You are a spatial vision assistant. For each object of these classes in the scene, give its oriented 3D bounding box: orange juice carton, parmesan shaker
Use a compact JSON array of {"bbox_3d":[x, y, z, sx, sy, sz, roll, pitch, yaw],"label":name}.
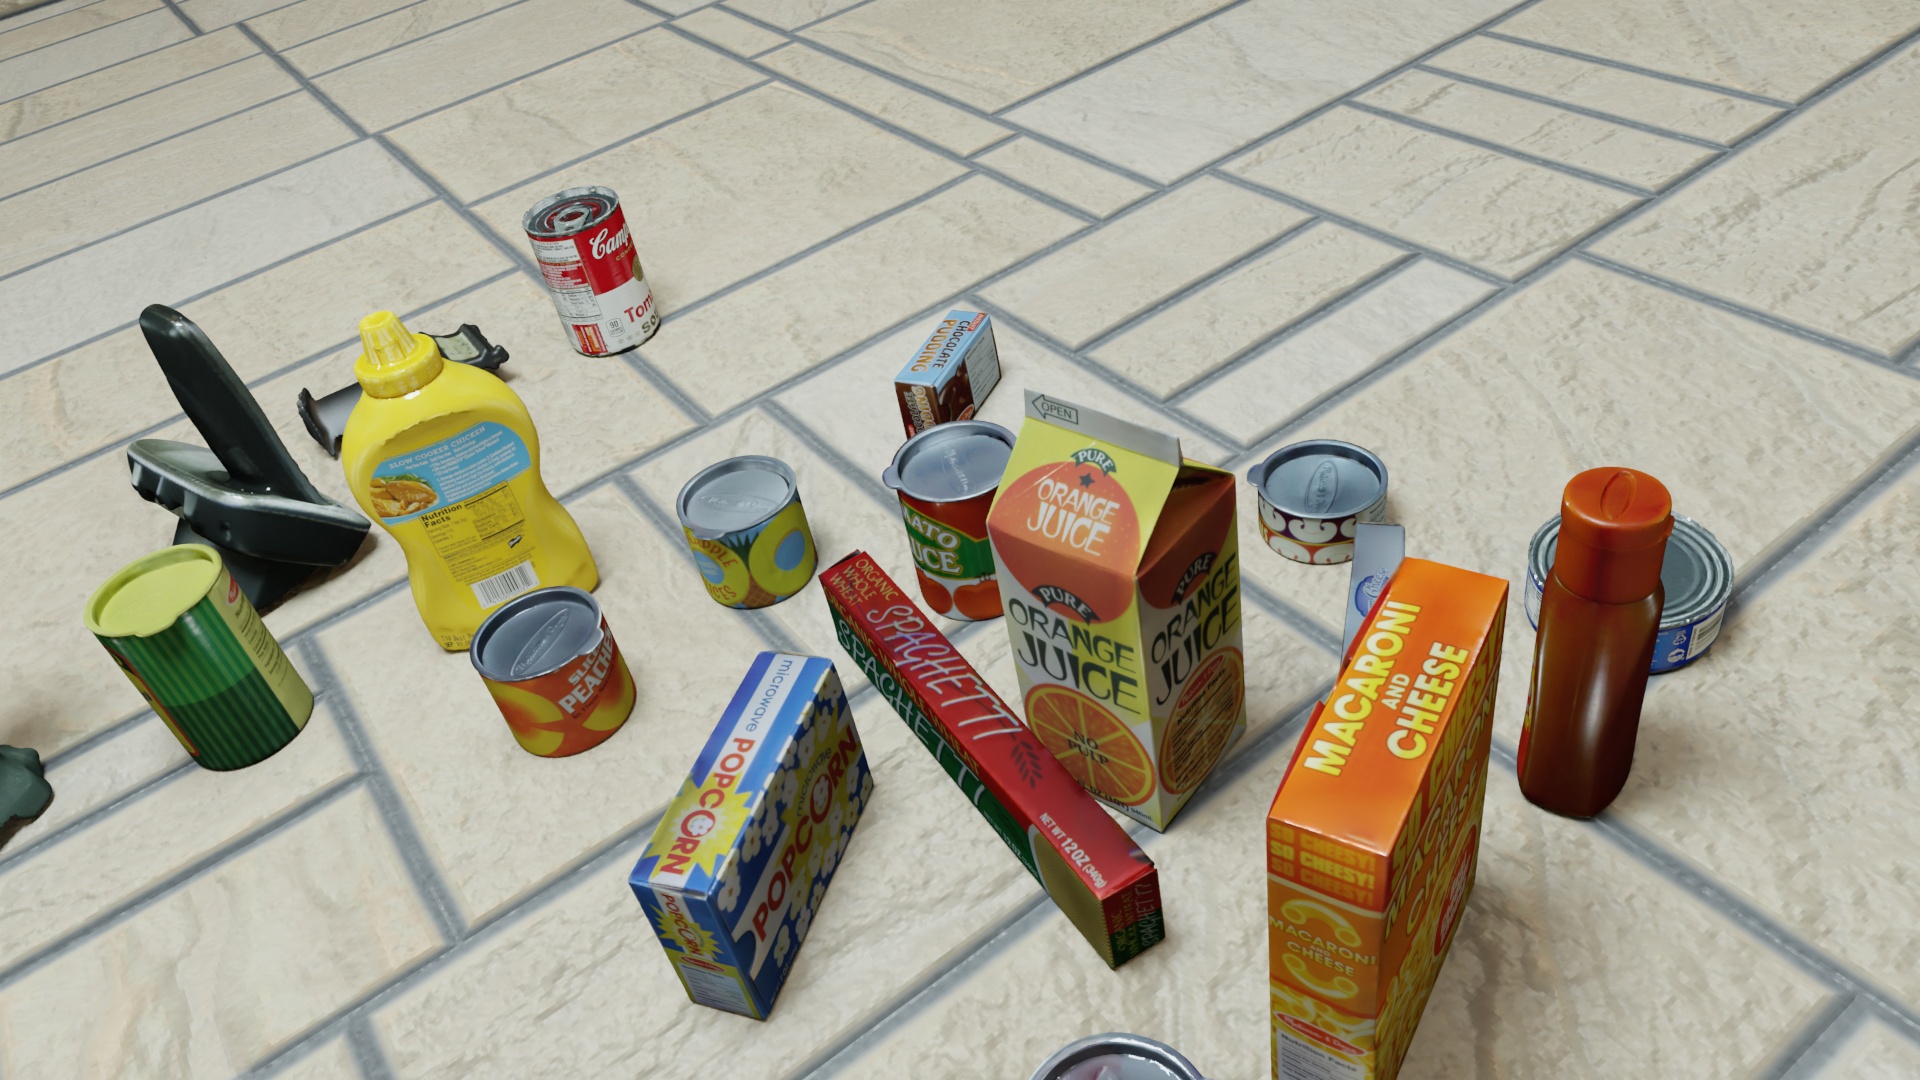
[{"bbox_3d":[0.067,0.024,0.575,0.072,0.191,0.073,22,50,35],"label":"orange juice carton"},{"bbox_3d":[-0.388,0.063,0.714,0.071,0.102,0.072,-7,39,6],"label":"parmesan shaker"}]

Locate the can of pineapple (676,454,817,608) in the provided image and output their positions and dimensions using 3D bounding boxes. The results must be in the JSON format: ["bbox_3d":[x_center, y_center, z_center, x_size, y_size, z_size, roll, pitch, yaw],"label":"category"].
[{"bbox_3d":[-0.117,-0.004,0.761,0.071,0.057,0.071,-7,39,6],"label":"can of pineapple"}]

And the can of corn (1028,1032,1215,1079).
[{"bbox_3d":[0.057,0.209,0.462,0.071,0.058,0.071,-7,39,6],"label":"can of corn"}]

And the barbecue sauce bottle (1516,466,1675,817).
[{"bbox_3d":[0.249,0.039,0.545,0.044,0.147,0.065,15,46,29],"label":"barbecue sauce bottle"}]

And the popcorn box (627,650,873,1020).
[{"bbox_3d":[-0.082,0.120,0.582,0.038,0.084,0.127,5,42,20],"label":"popcorn box"}]

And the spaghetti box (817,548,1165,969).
[{"bbox_3d":[0.005,0.087,0.627,0.029,0.050,0.251,-27,42,-18],"label":"spaghetti box"}]

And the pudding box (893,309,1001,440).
[{"bbox_3d":[-0.007,-0.100,0.854,0.030,0.049,0.084,10,44,25],"label":"pudding box"}]

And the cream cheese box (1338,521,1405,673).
[{"bbox_3d":[0.187,0.045,0.629,0.024,0.053,0.104,3,42,18],"label":"cream cheese box"}]

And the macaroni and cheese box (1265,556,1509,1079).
[{"bbox_3d":[0.145,0.107,0.476,0.040,0.165,0.124,15,47,29],"label":"macaroni and cheese box"}]

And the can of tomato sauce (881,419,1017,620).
[{"bbox_3d":[0.003,-0.009,0.717,0.071,0.082,0.071,-7,39,6],"label":"can of tomato sauce"}]

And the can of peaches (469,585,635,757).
[{"bbox_3d":[-0.202,0.066,0.698,0.071,0.057,0.071,-7,39,6],"label":"can of peaches"}]

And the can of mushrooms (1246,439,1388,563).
[{"bbox_3d":[0.186,-0.021,0.724,0.071,0.033,0.071,-7,40,6],"label":"can of mushrooms"}]
